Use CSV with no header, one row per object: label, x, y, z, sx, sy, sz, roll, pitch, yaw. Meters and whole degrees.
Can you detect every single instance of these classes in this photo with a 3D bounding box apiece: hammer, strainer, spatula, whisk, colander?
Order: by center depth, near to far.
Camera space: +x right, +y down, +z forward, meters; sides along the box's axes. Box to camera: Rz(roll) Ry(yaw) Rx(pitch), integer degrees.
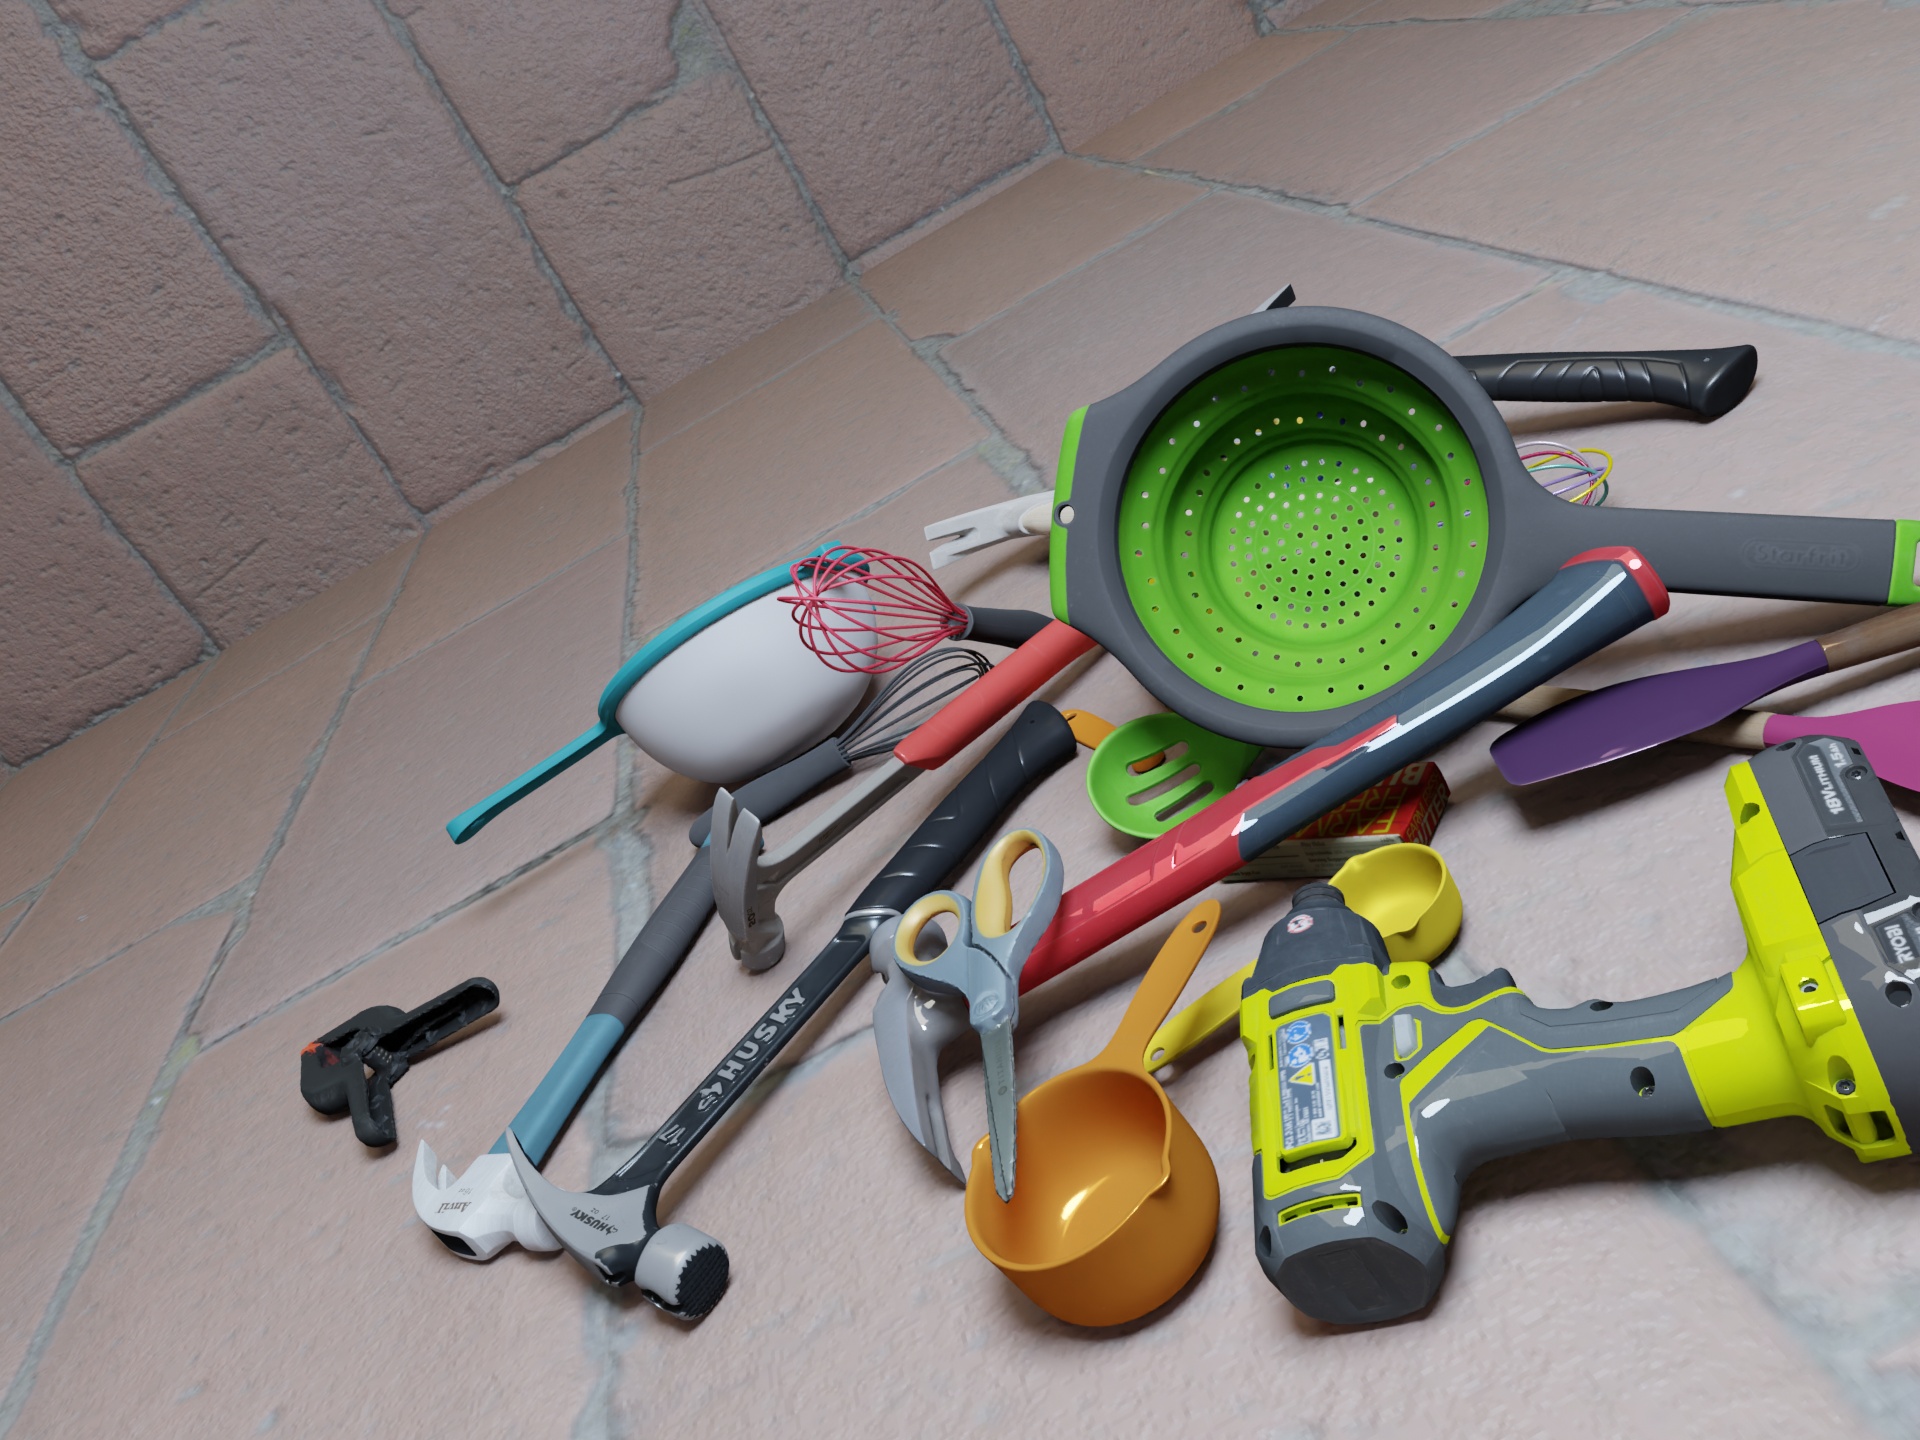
spatula,0.371,-0.035,0.639,0.316,0.018,0.060,-19,22,13
hammer,0.129,0.052,0.681,0.386,0.038,0.143,-33,32,11
colander,0.245,-0.082,0.749,0.397,0.204,0.094,6,3,18
hammer,-0.061,0.118,0.827,0.149,0.036,0.409,10,43,37
whisk,0.252,-0.105,0.910,0.245,0.051,0.047,-18,62,38
hammer,-0.197,0.166,0.915,0.128,0.033,0.331,-13,30,32
hammer,-0.001,-0.003,0.929,0.037,0.149,0.359,38,58,23
whisk,-0.011,-0.060,0.948,0.073,0.073,0.295,-17,-9,28
hammer,0.304,-0.214,0.976,0.335,0.035,0.146,9,55,36
hammer,0.123,-0.127,1.011,0.146,0.038,0.411,-20,14,-23
whisk,-0.080,0.022,1.042,0.239,0.055,0.055,-31,24,11
strainer,-0.186,0.015,1.084,0.340,0.095,0.211,-33,-8,-2

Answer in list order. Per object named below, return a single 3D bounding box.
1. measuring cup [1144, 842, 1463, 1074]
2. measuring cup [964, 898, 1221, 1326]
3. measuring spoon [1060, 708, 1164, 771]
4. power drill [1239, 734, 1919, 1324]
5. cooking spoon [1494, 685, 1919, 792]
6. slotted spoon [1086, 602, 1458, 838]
measuring cup,0.138,0.108,0.658,0.156,0.029,0.062,-36,23,6
measuring cup,0.072,0.147,0.605,0.095,0.052,0.174,-8,37,46
measuring spoon,0.083,0.007,0.921,0.021,0.011,0.117,-36,25,-11
power drill,0.203,0.094,0.532,0.223,0.080,0.171,-22,33,24
cooking spoon,0.314,0.002,0.662,0.069,0.017,0.319,-33,23,-25
slotted spoon,0.208,-0.024,0.814,0.314,0.031,0.070,-27,64,0
